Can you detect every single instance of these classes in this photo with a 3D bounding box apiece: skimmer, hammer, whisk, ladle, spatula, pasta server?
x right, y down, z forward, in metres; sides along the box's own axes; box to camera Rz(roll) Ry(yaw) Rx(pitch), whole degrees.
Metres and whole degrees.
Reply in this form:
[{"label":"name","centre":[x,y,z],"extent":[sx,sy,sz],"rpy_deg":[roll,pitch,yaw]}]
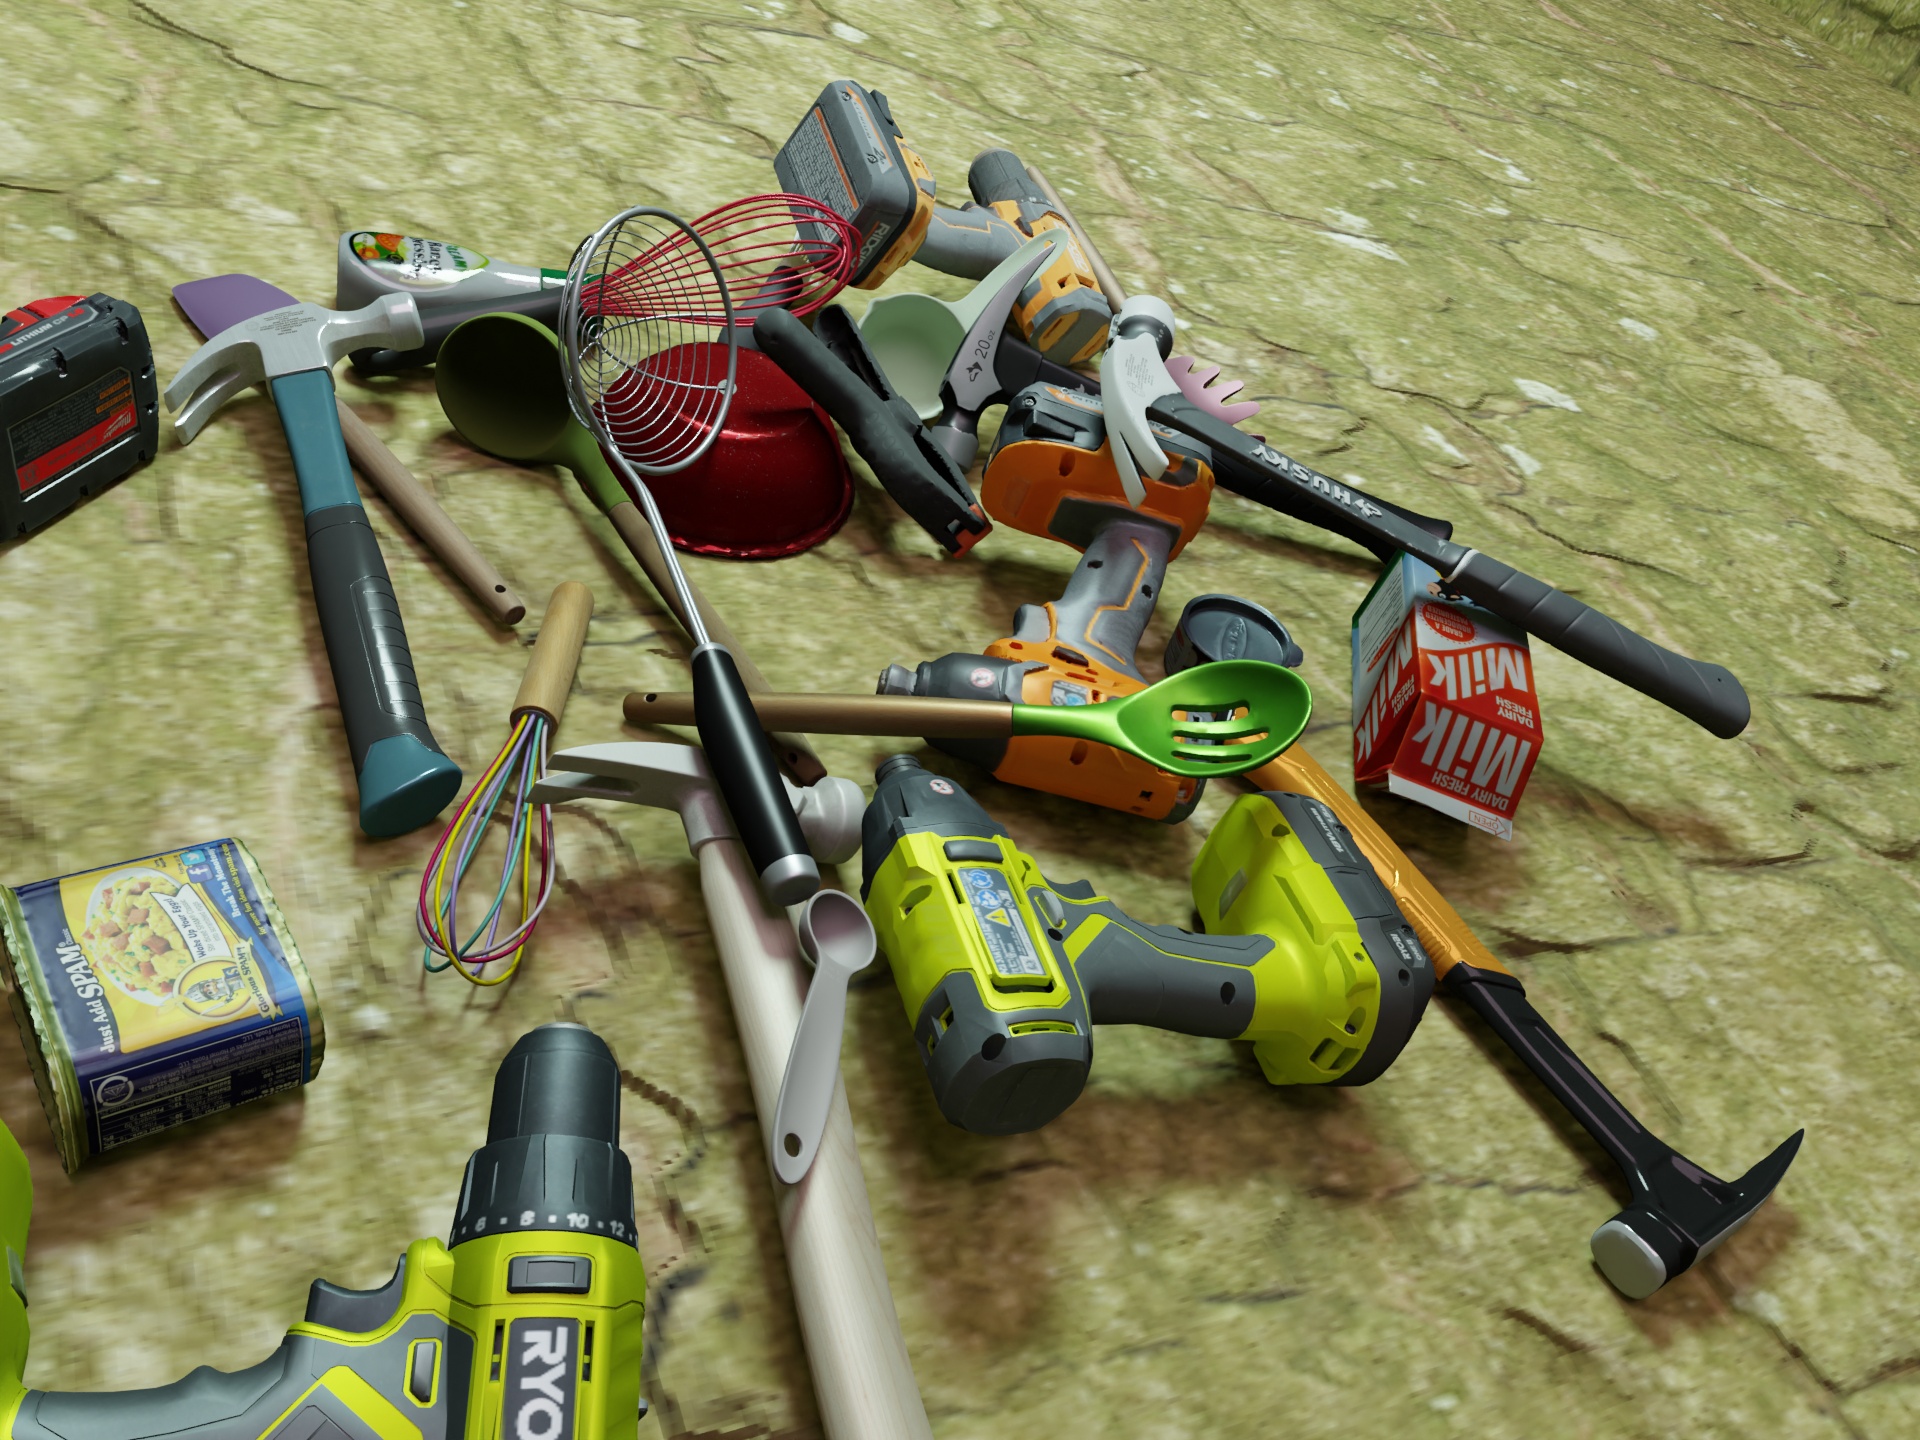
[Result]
[{"label":"skimmer","centre":[-0.105,-0.086,0.710],"extent":[0.090,0.127,0.364],"rpy_deg":[-31,56,8]},{"label":"hammer","centre":[0.153,-0.170,0.979],"extent":[0.334,0.146,0.035],"rpy_deg":[20,-3,-11]},{"label":"hammer","centre":[-0.288,-0.085,0.743],"extent":[0.128,0.033,0.331],"rpy_deg":[-16,55,-17]},{"label":"whisk","centre":[-0.189,0.019,0.690],"extent":[0.047,0.051,0.245],"rpy_deg":[29,34,-22]},{"label":"hammer","centre":[0.253,-0.088,0.847],"extent":[0.408,0.036,0.149],"rpy_deg":[26,42,-11]},{"label":"ladle","centre":[-0.166,-0.087,0.794],"extent":[0.062,0.078,0.320],"rpy_deg":[-3,49,-54]},{"label":"spatula","centre":[-0.315,-0.150,0.825],"extent":[0.060,0.018,0.316],"rpy_deg":[-26,58,-36]},{"label":"whisk","centre":[-0.197,-0.242,0.900],"extent":[0.296,0.073,0.073],"rpy_deg":[-17,52,-12]},{"label":"hammer","centre":[0.241,0.107,0.767],"extent":[0.127,0.034,0.337],"rpy_deg":[-17,54,-34]},{"label":"whisk","centre":[-0.100,-0.310,1.057],"extent":[0.070,0.070,0.285],"rpy_deg":[22,47,1]},{"label":"hammer","centre":[-0.055,0.174,0.559],"extent":[0.146,0.038,0.411],"rpy_deg":[11,43,-35]},{"label":"pasta server","centre":[0.117,-0.287,1.099],"extent":[0.040,0.060,0.317],"rpy_deg":[-17,57,-15]}]

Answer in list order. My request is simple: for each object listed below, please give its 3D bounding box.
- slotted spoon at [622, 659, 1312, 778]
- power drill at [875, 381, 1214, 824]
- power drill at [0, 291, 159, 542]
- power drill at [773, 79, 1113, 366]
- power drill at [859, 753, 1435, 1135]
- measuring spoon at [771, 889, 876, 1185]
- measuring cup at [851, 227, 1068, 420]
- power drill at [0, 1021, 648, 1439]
[{"label":"slotted spoon","centre":[-0.001,-0.002,0.722],"extent":[0.314,0.031,0.070],"rpy_deg":[2,46,8]},{"label":"power drill","centre":[0.049,-0.065,0.818],"extent":[0.164,0.084,0.227],"rpy_deg":[14,55,-8]},{"label":"power drill","centre":[-0.497,-0.189,0.755],"extent":[0.227,0.080,0.188],"rpy_deg":[23,41,7]},{"label":"power drill","centre":[-0.009,-0.339,1.053],"extent":[0.226,0.084,0.186],"rpy_deg":[9,50,-42]},{"label":"power drill","centre":[0.071,0.084,0.667],"extent":[0.223,0.080,0.171],"rpy_deg":[5,40,-28]},{"label":"measuring spoon","centre":[-0.056,0.116,0.585],"extent":[0.034,0.018,0.124],"rpy_deg":[36,40,-24]},{"label":"measuring cup","centre":[0.000,-0.249,0.983],"extent":[0.167,0.038,0.083],"rpy_deg":[-41,104,-12]},{"label":"power drill","centre":[-0.206,0.177,0.469],"extent":[0.228,0.080,0.191],"rpy_deg":[7,54,-17]}]
